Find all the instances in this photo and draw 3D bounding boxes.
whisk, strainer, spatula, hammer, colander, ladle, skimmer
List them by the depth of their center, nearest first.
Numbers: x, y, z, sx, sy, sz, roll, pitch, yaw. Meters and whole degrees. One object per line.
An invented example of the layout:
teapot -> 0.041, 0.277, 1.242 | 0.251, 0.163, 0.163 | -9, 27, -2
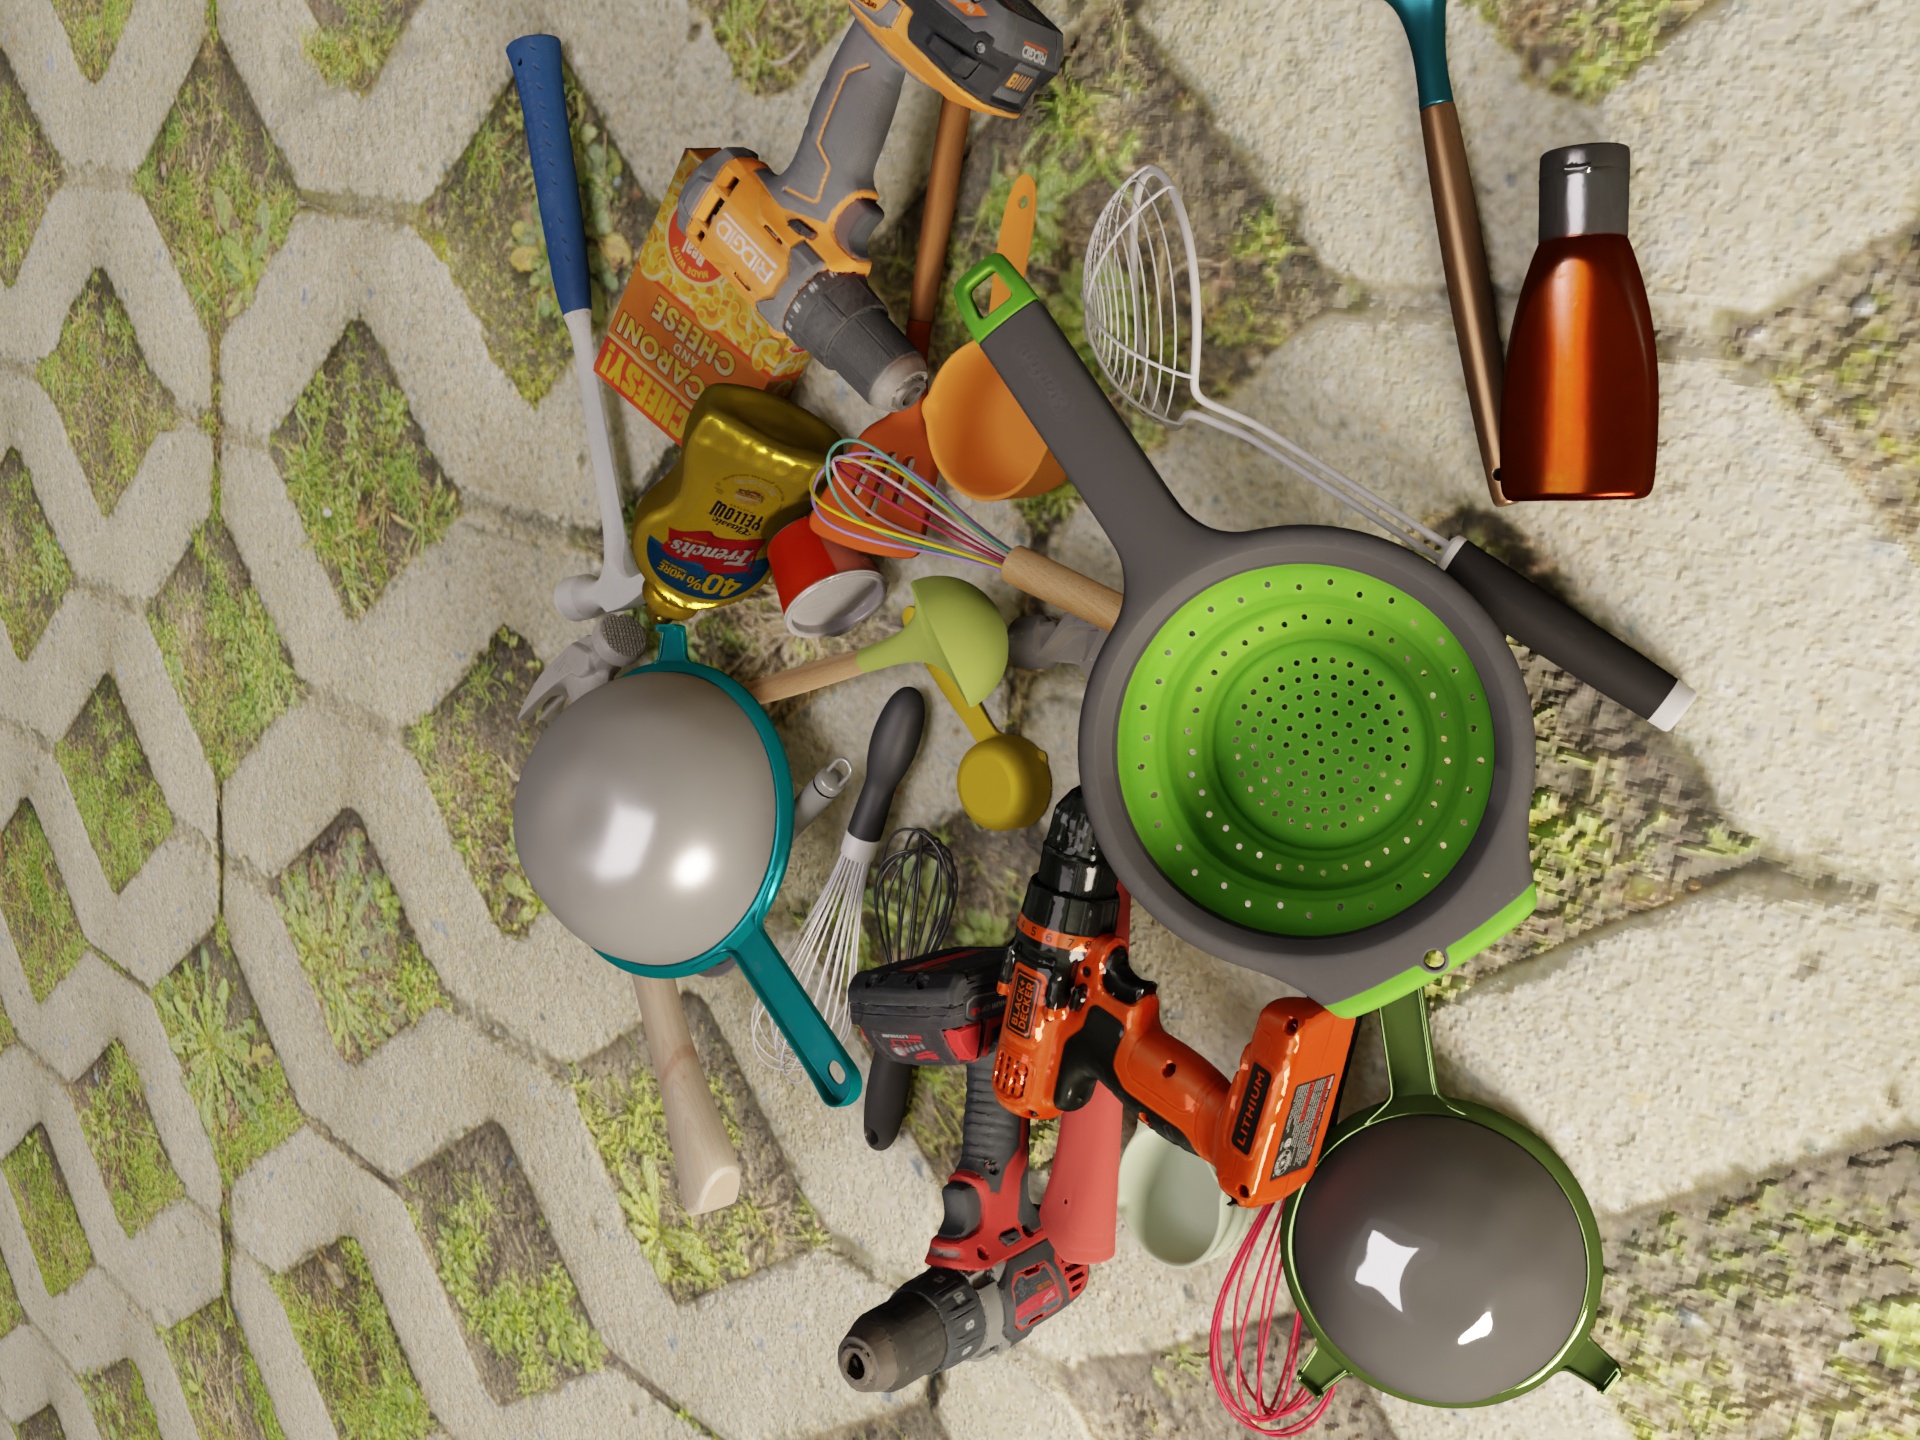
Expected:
spatula -> 0.215, -0.253, 0.720 | 0.082, 0.044, 0.317 | -10, 92, 37
strainer -> 0.217, 0.206, 0.750 | 0.151, 0.069, 0.256 | -8, 88, 17
skimmer -> 0.197, -0.131, 0.754 | 0.363, 0.090, 0.127 | 38, 159, 17
colander -> 0.122, -0.055, 0.770 | 0.204, 0.094, 0.397 | -35, 80, 17
whisk -> 0.181, 0.233, 0.827 | 0.073, 0.073, 0.296 | 13, 99, 38
hammer -> 0.084, 0.119, 0.874 | 0.149, 0.036, 0.359 | 4, 92, 40
whisk -> 0.014, -0.098, 0.876 | 0.245, 0.047, 0.051 | 29, 114, 27
spatula -> -0.023, -0.257, 0.924 | 0.081, 0.041, 0.322 | 18, 108, 25
ladle -> -0.083, -0.028, 0.985 | 0.320, 0.062, 0.078 | -13, 106, 49
strainer -> -0.180, 0.105, 0.993 | 0.211, 0.095, 0.341 | -48, 62, 17
whisk -> -0.039, 0.174, 1.009 | 0.055, 0.055, 0.238 | 26, 118, 35
whisk -> -0.074, 0.108, 1.023 | 0.070, 0.070, 0.284 | 30, 110, 33
strainer -> -0.138, 0.098, 1.069 | 0.087, 0.050, 0.258 | 56, 131, 14
hammer -> -0.228, 0.138, 1.111 | 0.146, 0.038, 0.411 | -35, 64, 42
hammer -> -0.266, -0.280, 1.130 | 0.144, 0.035, 0.405 | -7, 93, 41

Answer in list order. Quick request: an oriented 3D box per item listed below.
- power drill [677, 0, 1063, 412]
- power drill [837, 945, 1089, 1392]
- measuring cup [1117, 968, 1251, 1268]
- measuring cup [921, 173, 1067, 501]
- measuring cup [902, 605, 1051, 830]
power drill -> -0.041, -0.301, 0.875 | 0.185, 0.084, 0.226 | 49, 119, 14
power drill -> -0.006, 0.252, 0.904 | 0.080, 0.187, 0.227 | -6, 89, 39
measuring cup -> 0.118, 0.218, 0.893 | 0.083, 0.038, 0.168 | -29, 65, 45
measuring cup -> 0.036, -0.207, 0.876 | 0.095, 0.052, 0.173 | 20, 108, 37
measuring cup -> -0.002, -0.003, 0.955 | 0.062, 0.029, 0.157 | -42, 72, 37
